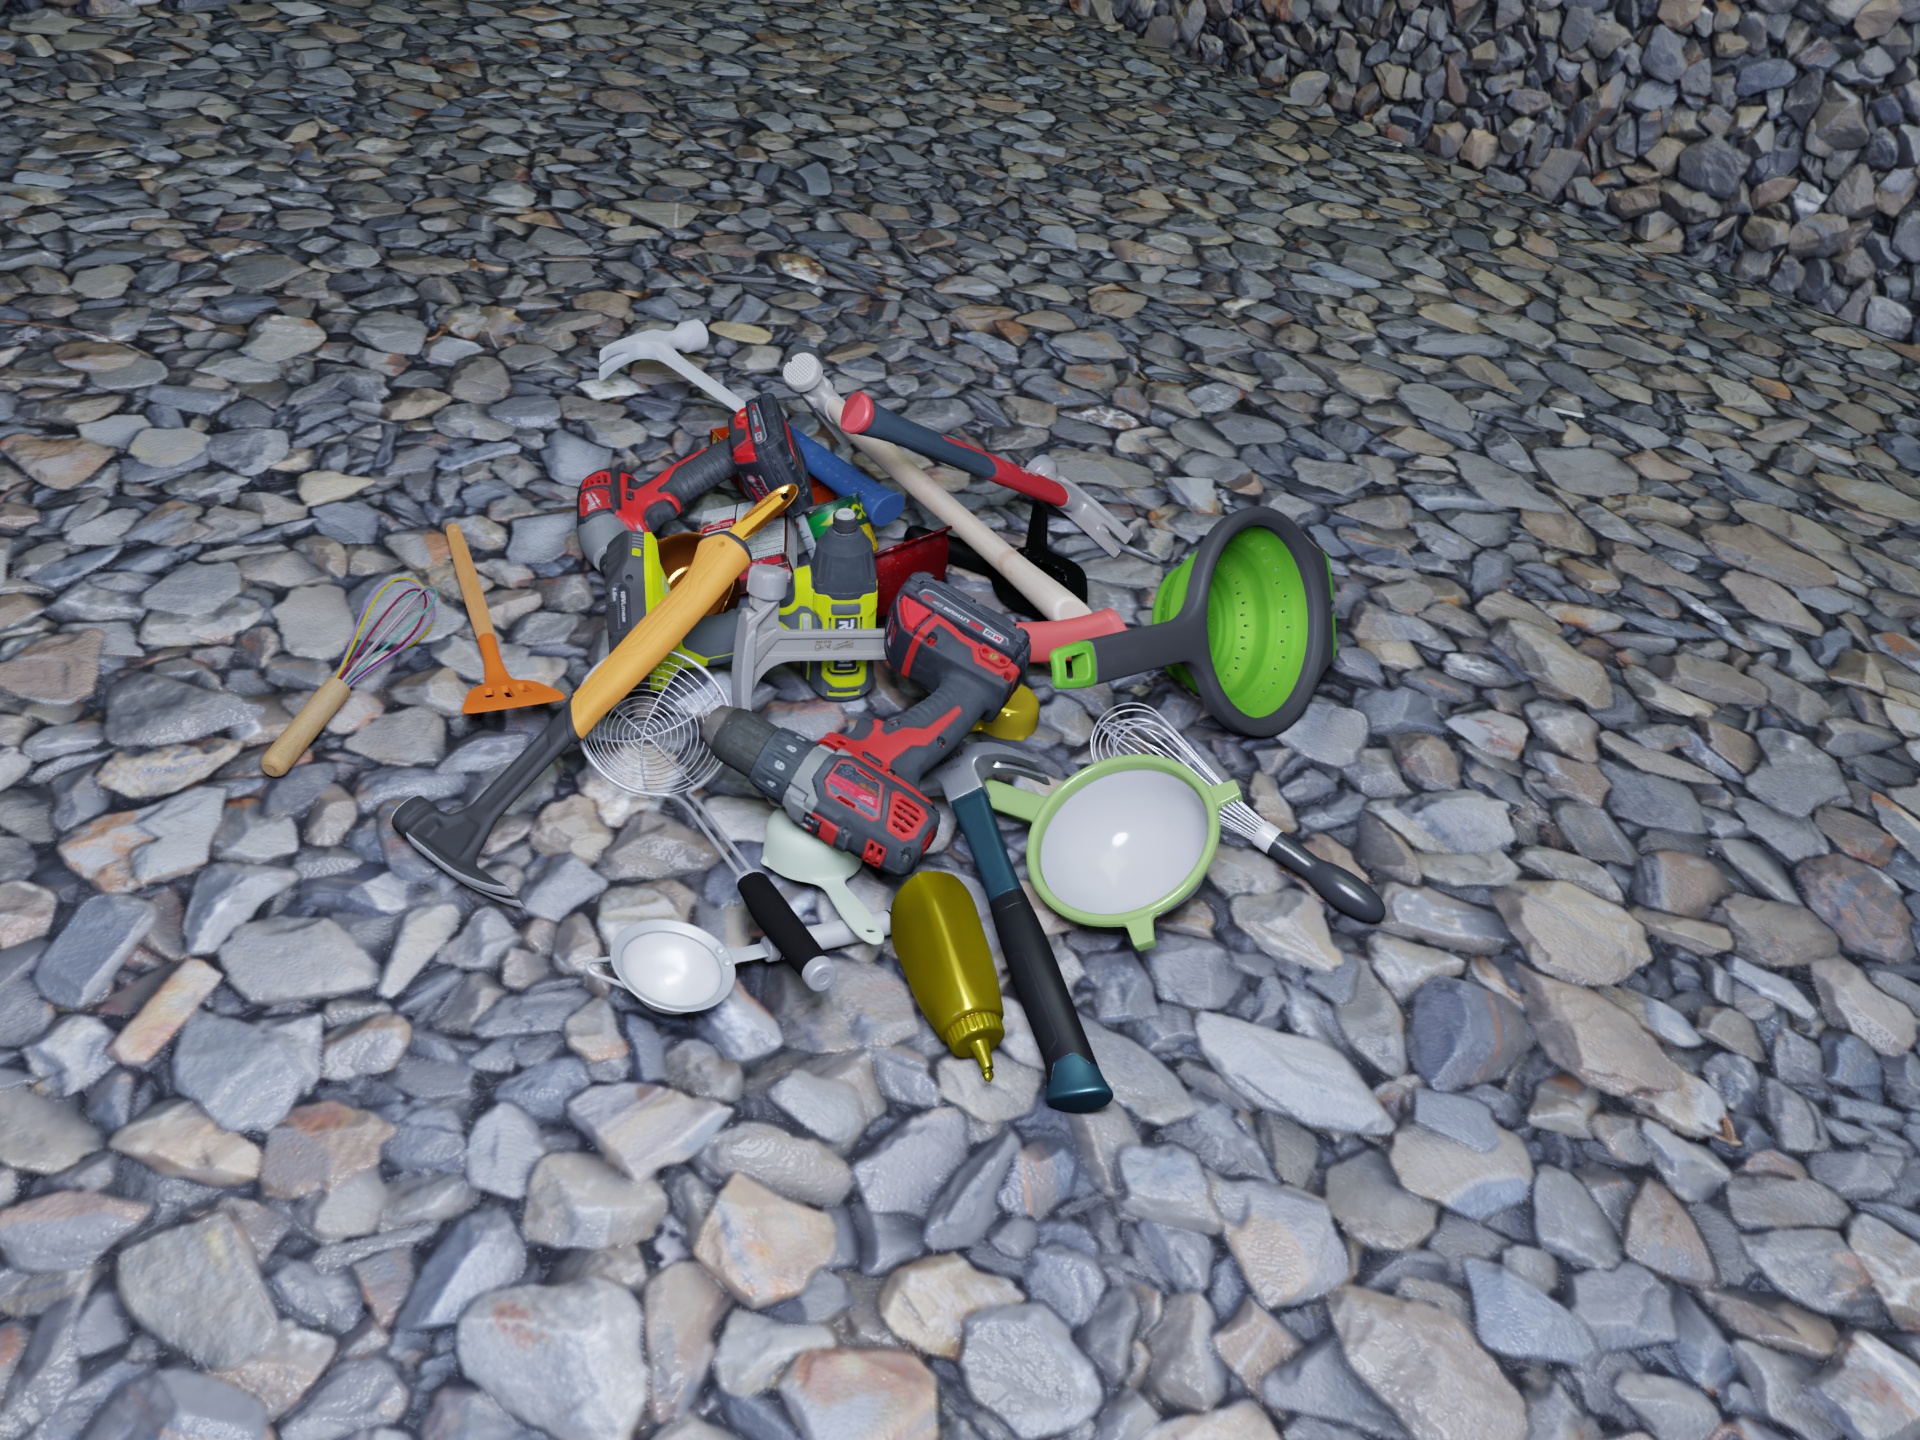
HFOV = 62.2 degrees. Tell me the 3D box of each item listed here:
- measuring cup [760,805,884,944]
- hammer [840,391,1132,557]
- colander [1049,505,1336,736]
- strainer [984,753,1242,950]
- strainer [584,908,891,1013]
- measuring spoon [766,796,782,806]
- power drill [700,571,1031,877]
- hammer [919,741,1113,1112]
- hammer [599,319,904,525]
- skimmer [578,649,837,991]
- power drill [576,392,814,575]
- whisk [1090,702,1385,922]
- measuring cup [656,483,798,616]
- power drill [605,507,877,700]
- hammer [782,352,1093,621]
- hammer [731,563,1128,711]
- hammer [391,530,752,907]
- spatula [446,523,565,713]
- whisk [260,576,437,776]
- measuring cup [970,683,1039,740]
[{"bbox_3d":[-0.091,0.107,1.168,0.083,0.038,0.168,-5,27,-26],"label":"measuring cup"},{"bbox_3d":[0.025,-0.237,1.510,0.143,0.038,0.386,46,20,28],"label":"hammer"},{"bbox_3d":[0.183,-0.074,1.381,0.094,0.204,0.397,1,11,44],"label":"colander"},{"bbox_3d":[0.091,0.092,1.245,0.256,0.069,0.151,17,63,37],"label":"strainer"},{"bbox_3d":[-0.139,0.163,1.113,0.258,0.050,0.087,-8,43,-31],"label":"strainer"},{"bbox_3d":[-0.141,0.047,1.253,0.034,0.018,0.124,8,20,-5],"label":"measuring spoon"},{"bbox_3d":[-0.067,-0.008,1.204,0.188,0.080,0.227,30,56,6],"label":"power drill"},{"bbox_3d":[0.037,0.142,1.159,0.128,0.033,0.331,-26,47,5],"label":"hammer"},{"bbox_3d":[-0.213,-0.308,1.636,0.144,0.035,0.406,-26,51,-38],"label":"hammer"},{"bbox_3d":[-0.178,0.061,1.161,0.127,0.090,0.364,-12,33,-27],"label":"skimmer"},{"bbox_3d":[-0.255,-0.210,1.482,0.219,0.078,0.143,-22,39,5],"label":"power drill"},{"bbox_3d":[0.224,0.076,1.294,0.285,0.070,0.070,35,44,23],"label":"whisk"},{"bbox_3d":[-0.209,-0.146,1.423,0.173,0.052,0.095,-42,77,-10],"label":"measuring cup"},{"bbox_3d":[-0.181,-0.097,1.333,0.223,0.171,0.080,-2,35,-10],"label":"power drill"},{"bbox_3d":[-0.016,-0.205,1.531,0.038,0.146,0.411,-46,62,0],"label":"hammer"},{"bbox_3d":[-0.016,-0.056,1.344,0.359,0.149,0.037,-2,22,-26],"label":"hammer"},{"bbox_3d":[-0.269,-0.015,1.197,0.127,0.034,0.337,29,68,28],"label":"hammer"},{"bbox_3d":[-0.414,-0.091,1.376,0.081,0.041,0.323,-9,41,-22],"label":"spatula"},{"bbox_3d":[-0.491,-0.038,1.294,0.051,0.047,0.245,5,41,13],"label":"whisk"},{"bbox_3d":[-0.002,-0.004,1.363,0.156,0.029,0.062,-9,41,-27],"label":"measuring cup"}]
